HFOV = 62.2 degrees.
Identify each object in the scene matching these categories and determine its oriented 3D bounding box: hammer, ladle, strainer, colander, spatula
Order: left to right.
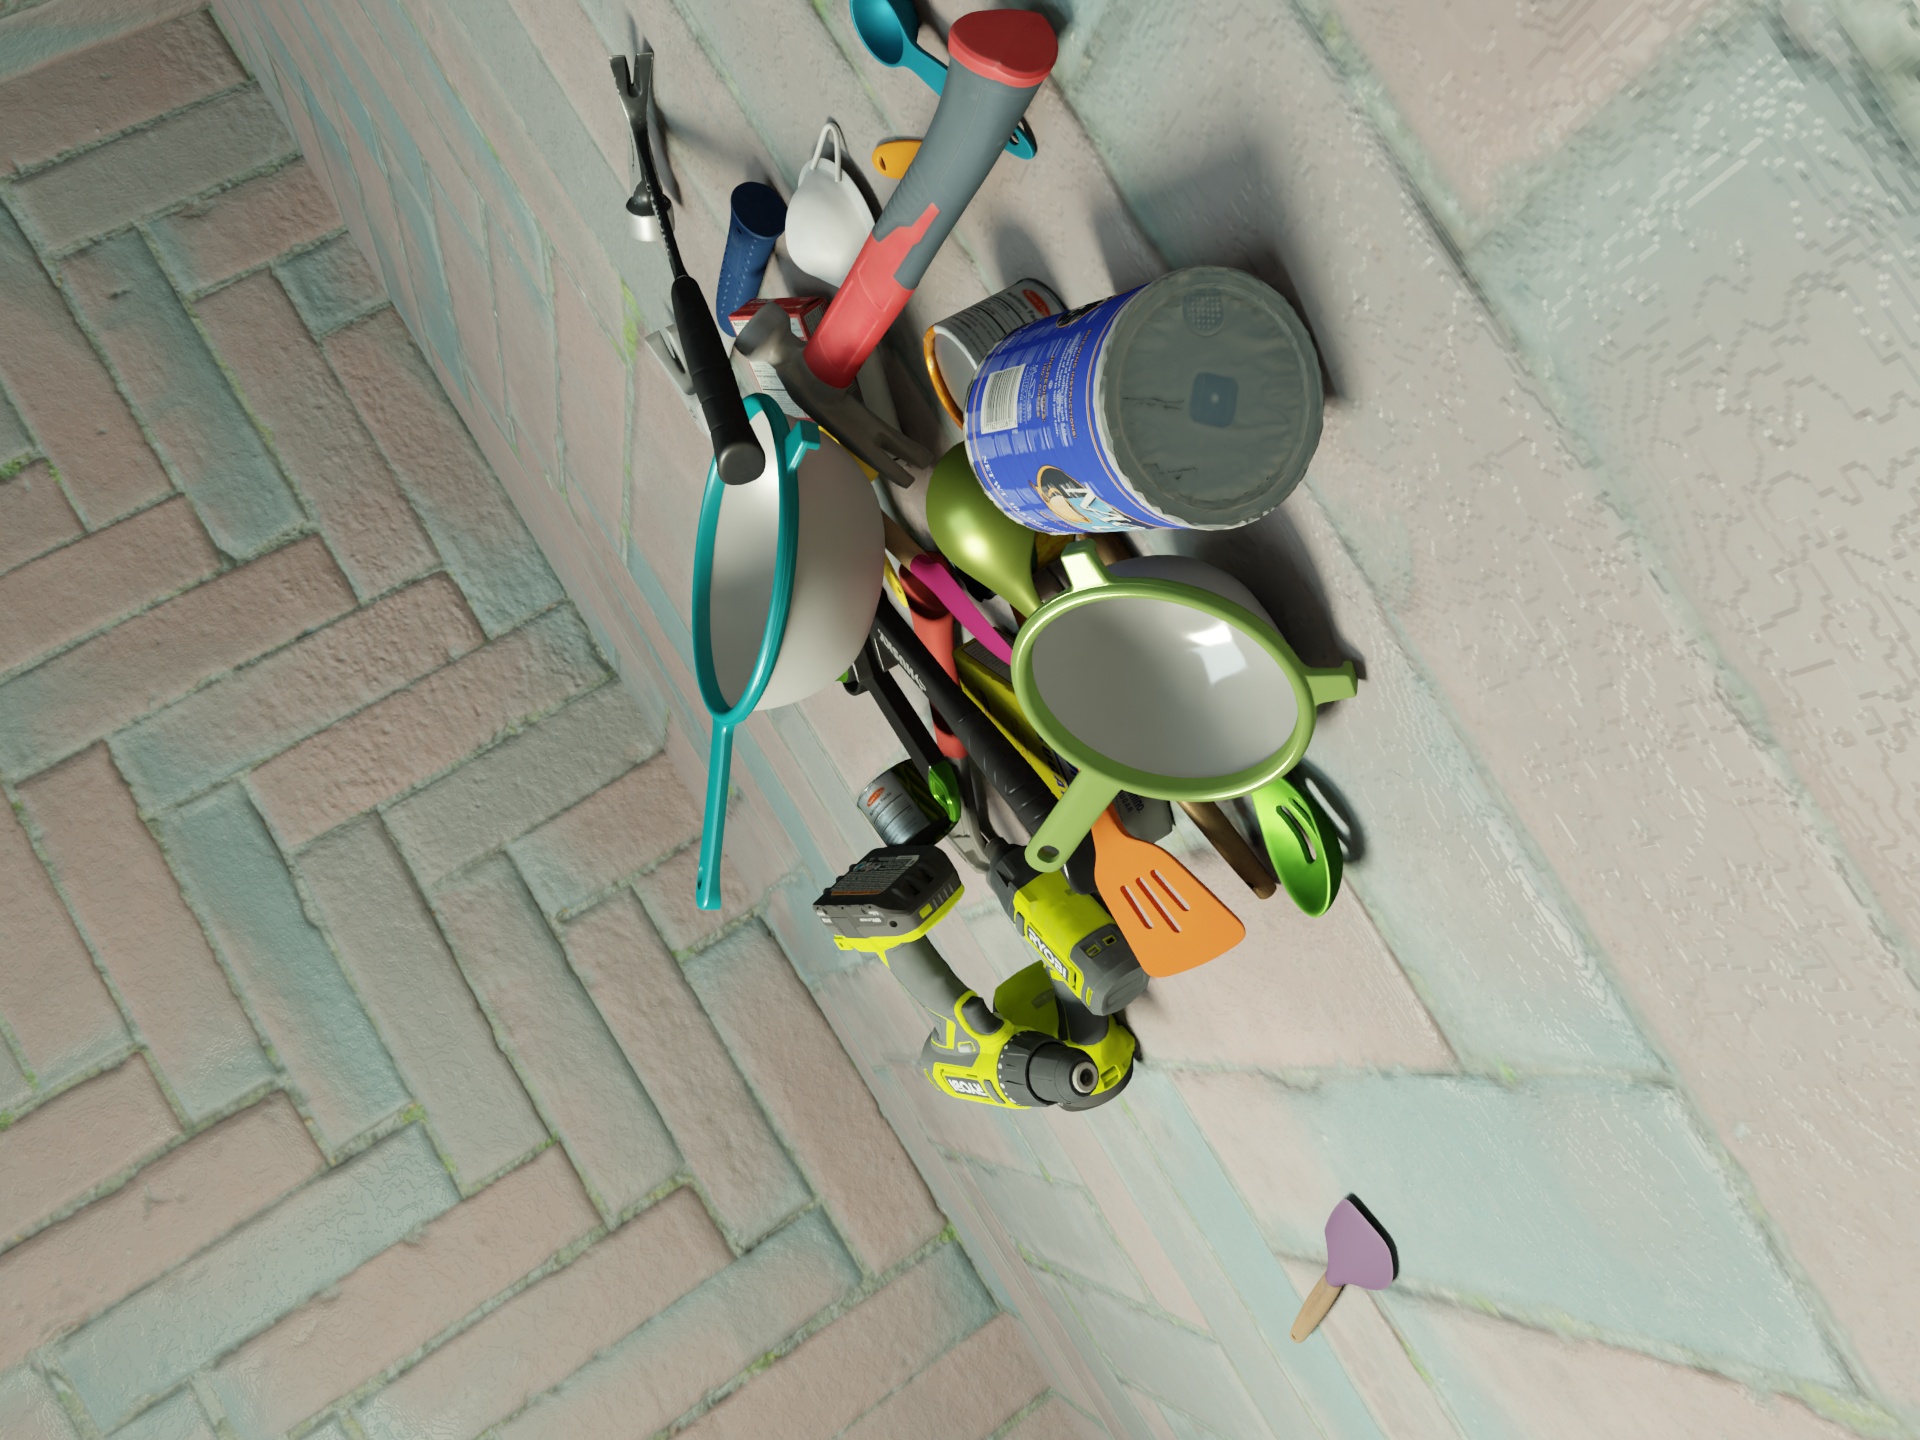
[{"bbox_3d":[-0.184,-0.295,1.056,0.149,0.036,0.409,92,162,-47],"label":"hammer"},{"bbox_3d":[-0.185,-0.310,1.238,0.144,0.035,0.405,59,163,0],"label":"hammer"},{"bbox_3d":[-0.113,-0.038,1.040,0.211,0.095,0.340,-147,63,-64],"label":"strainer"},{"bbox_3d":[-0.120,-0.049,1.302,0.398,0.094,0.204,56,164,38],"label":"colander"},{"bbox_3d":[-0.066,-0.247,1.006,0.087,0.050,0.258,39,158,38],"label":"strainer"},{"bbox_3d":[-0.022,-0.237,0.844,0.143,0.038,0.386,41,160,-8],"label":"hammer"},{"bbox_3d":[-0.013,-0.003,1.269,0.149,0.037,0.358,47,160,35],"label":"hammer"},{"bbox_3d":[-0.002,-0.003,1.076,0.335,0.035,0.146,51,159,38],"label":"hammer"},{"bbox_3d":[0.072,-0.002,0.953,0.081,0.041,0.323,-36,69,42],"label":"spatula"},{"bbox_3d":[0.090,-0.023,0.888,0.320,0.062,0.078,50,153,-18],"label":"ladle"},{"bbox_3d":[0.090,-0.004,0.833,0.151,0.069,0.256,25,143,-3],"label":"strainer"},{"bbox_3d":[0.279,0.428,1.197,0.060,0.018,0.315,49,160,27],"label":"spatula"}]

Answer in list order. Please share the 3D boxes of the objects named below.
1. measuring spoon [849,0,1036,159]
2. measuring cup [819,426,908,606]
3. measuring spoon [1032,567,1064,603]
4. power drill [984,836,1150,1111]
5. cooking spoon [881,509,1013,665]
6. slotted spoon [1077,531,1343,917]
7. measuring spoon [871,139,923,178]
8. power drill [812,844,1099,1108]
[{"bbox_3d":[-0.004,-0.313,0.764,0.129,0.021,0.042,45,160,15],"label":"measuring spoon"},{"bbox_3d":[-0.062,-0.155,1.168,0.062,0.029,0.156,30,149,59],"label":"measuring cup"},{"bbox_3d":[0.073,-0.056,0.962,0.124,0.018,0.034,42,156,42],"label":"measuring spoon"},{"bbox_3d":[0.079,0.205,1.297,0.171,0.080,0.223,46,155,34],"label":"power drill"},{"bbox_3d":[-0.037,-0.112,1.038,0.068,0.017,0.319,48,180,-41],"label":"cooking spoon"},{"bbox_3d":[0.118,-0.035,0.861,0.314,0.031,0.070,58,163,10],"label":"slotted spoon"},{"bbox_3d":[-0.024,-0.296,0.844,0.117,0.011,0.021,31,147,58],"label":"measuring spoon"},{"bbox_3d":[0.000,0.211,1.251,0.190,0.080,0.228,-10,117,56],"label":"power drill"}]
